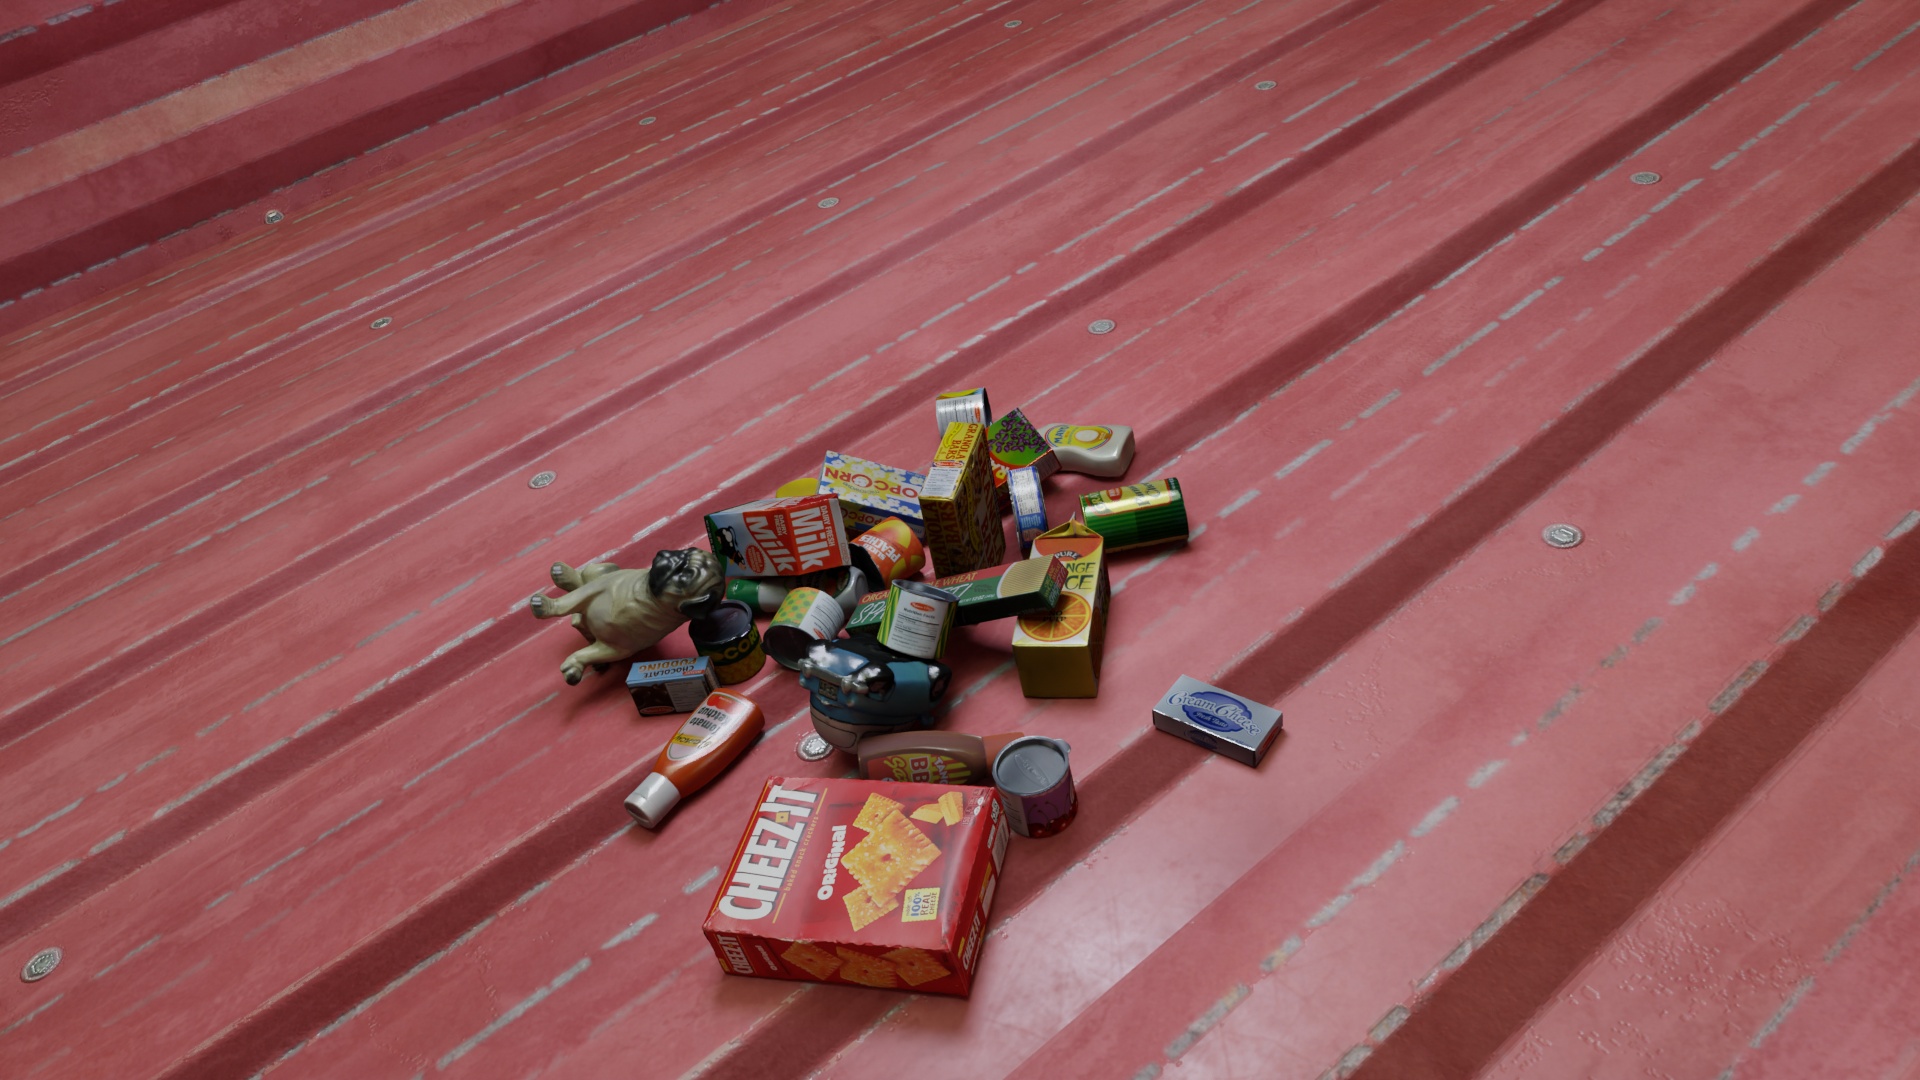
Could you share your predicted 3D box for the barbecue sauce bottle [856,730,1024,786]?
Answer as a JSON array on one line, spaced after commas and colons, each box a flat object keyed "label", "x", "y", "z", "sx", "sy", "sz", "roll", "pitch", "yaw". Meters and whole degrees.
[{"label": "barbecue sauce bottle", "x": -0.015, "y": 0.197, "z": 1.231, "sx": 0.149, "sy": 0.064, "sz": 0.044, "roll": -7, "pitch": 26, "yaw": -5}]

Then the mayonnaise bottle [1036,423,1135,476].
[{"label": "mayonnaise bottle", "x": 0.120, "y": -0.106, "z": 1.577, "sx": 0.148, "sy": 0.041, "sz": 0.065, "roll": 6, "pitch": 46, "yaw": 25}]

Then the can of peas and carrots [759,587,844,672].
[{"label": "can of peas and carrots", "x": -0.159, "y": 0.090, "z": 1.402, "sx": 0.071, "sy": 0.070, "sz": 0.059, "roll": 3, "pitch": 41, "yaw": 21}]

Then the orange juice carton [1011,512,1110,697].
[{"label": "orange juice carton", "x": 0.104, "y": 0.059, "z": 1.353, "sx": 0.073, "sy": 0.071, "sz": 0.194, "roll": -2, "pitch": 40, "yaw": 15}]

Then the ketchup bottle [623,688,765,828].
[{"label": "ketchup bottle", "x": -0.252, "y": 0.205, "z": 1.306, "sx": 0.065, "sy": 0.043, "sz": 0.149, "roll": 16, "pitch": 47, "yaw": 32}]

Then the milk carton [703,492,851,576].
[{"label": "milk carton", "x": -0.182, "y": -0.005, "z": 1.459, "sx": 0.074, "sy": 0.072, "sz": 0.190, "roll": -20, "pitch": 11, "yaw": -43}]

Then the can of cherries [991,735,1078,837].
[{"label": "can of cherries", "x": 0.067, "y": 0.210, "z": 1.189, "sx": 0.071, "sy": 0.058, "sz": 0.072, "roll": -9, "pitch": 37, "yaw": 7}]

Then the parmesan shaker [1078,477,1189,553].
[{"label": "parmesan shaker", "x": 0.179, "y": -0.026, "z": 1.441, "sx": 0.103, "sy": 0.071, "sz": 0.072, "roll": -11, "pitch": 38, "yaw": 3}]

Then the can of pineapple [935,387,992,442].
[{"label": "can of pineapple", "x": 0.006, "y": -0.144, "z": 1.642, "sx": 0.058, "sy": 0.070, "sz": 0.071, "roll": -8, "pitch": 38, "yaw": 8}]

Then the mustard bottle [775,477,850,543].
[{"label": "mustard bottle", "x": -0.157, "y": -0.011, "z": 1.539, "sx": 0.065, "sy": 0.048, "sz": 0.161, "roll": -19, "pitch": 39, "yaw": -14}]

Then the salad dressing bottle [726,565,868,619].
[{"label": "salad dressing bottle", "x": -0.173, "y": 0.056, "z": 1.464, "sx": 0.147, "sy": 0.043, "sz": 0.064, "roll": -3, "pitch": 51, "yaw": 17}]

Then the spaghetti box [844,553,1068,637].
[{"label": "spaghetti box", "x": -0.009, "y": 0.060, "z": 1.351, "sx": 0.249, "sy": 0.028, "sz": 0.050, "roll": -13, "pitch": 36, "yaw": 37}]

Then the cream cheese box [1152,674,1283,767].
[{"label": "cream cheese box", "x": 0.228, "y": 0.158, "z": 1.231, "sx": 0.104, "sy": 0.024, "sz": 0.053, "roll": 19, "pitch": 47, "yaw": 34}]

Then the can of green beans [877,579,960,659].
[{"label": "can of green beans", "x": -0.039, "y": 0.073, "z": 1.296, "sx": 0.071, "sy": 0.057, "sz": 0.071, "roll": 15, "pitch": 6, "yaw": -2}]

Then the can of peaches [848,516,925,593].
[{"label": "can of peaches", "x": -0.078, "y": 0.015, "z": 1.465, "sx": 0.058, "sy": 0.071, "sz": 0.071, "roll": -34, "pitch": 42, "yaw": -25}]

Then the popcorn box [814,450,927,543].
[{"label": "popcorn box", "x": -0.096, "y": -0.047, "z": 1.532, "sx": 0.127, "sy": 0.038, "sz": 0.085, "roll": 14, "pitch": 37, "yaw": -8}]

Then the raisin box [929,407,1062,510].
[{"label": "raisin box", "x": 0.038, "y": -0.080, "z": 1.541, "sx": 0.123, "sy": 0.040, "sz": 0.086, "roll": -34, "pitch": 50, "yaw": -1}]

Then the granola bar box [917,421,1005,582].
[{"label": "granola bar box", "x": 0.005, "y": -0.018, "z": 1.404, "sx": 0.039, "sy": 0.164, "sz": 0.125, "roll": 3, "pitch": 41, "yaw": 17}]

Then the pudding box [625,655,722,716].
[{"label": "pudding box", "x": -0.285, "y": 0.145, "z": 1.385, "sx": 0.084, "sy": 0.049, "sz": 0.030, "roll": -7, "pitch": 37, "yaw": 9}]

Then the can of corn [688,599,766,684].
[{"label": "can of corn", "x": -0.234, "y": 0.104, "z": 1.413, "sx": 0.071, "sy": 0.058, "sz": 0.071, "roll": -9, "pitch": 38, "yaw": 7}]
